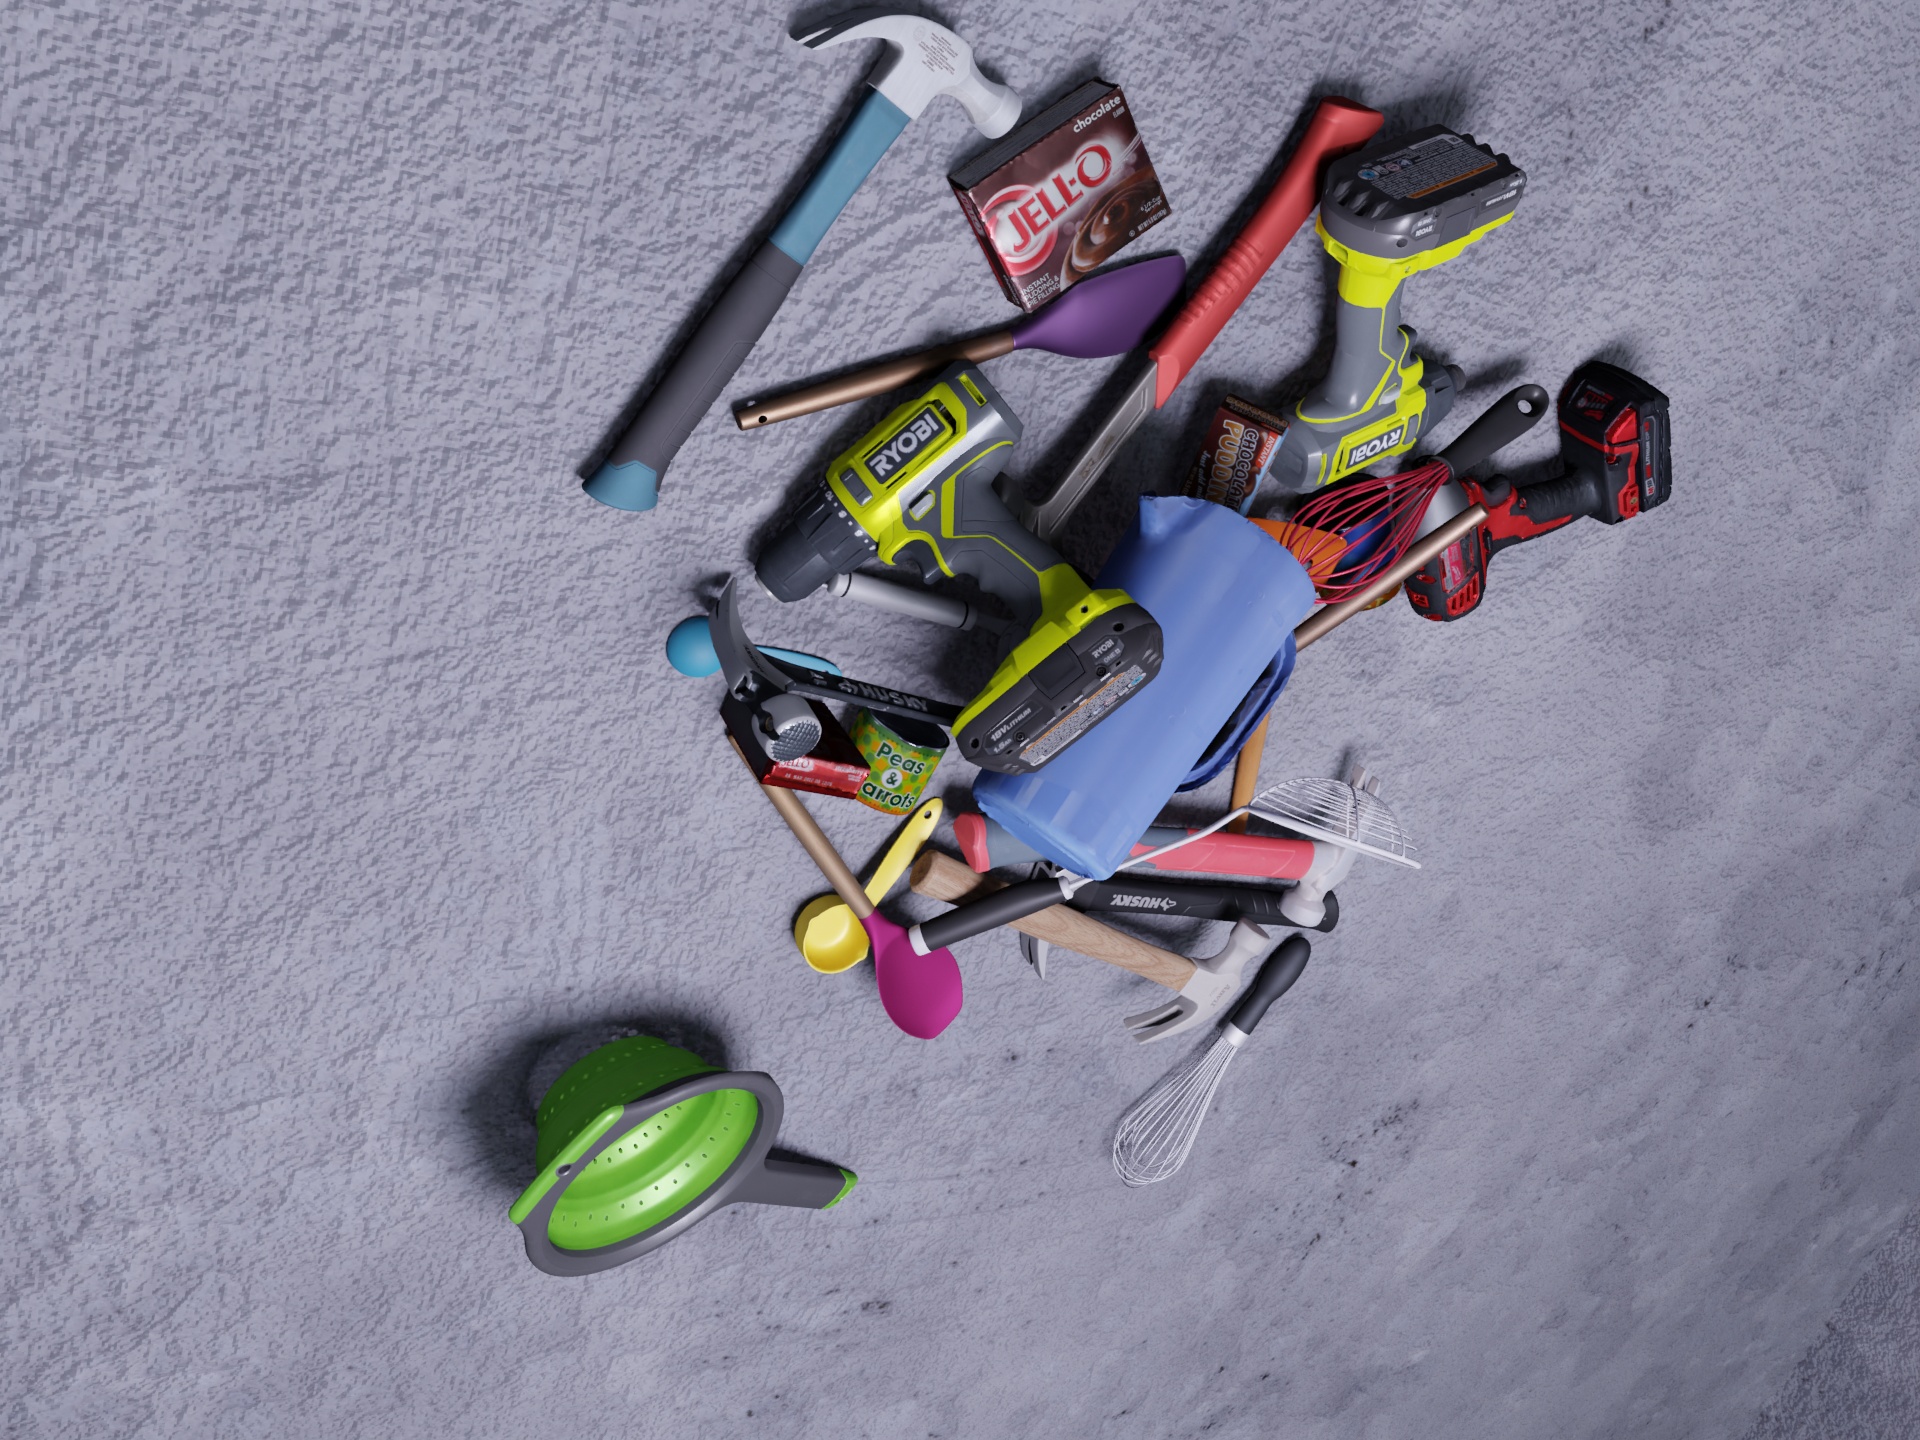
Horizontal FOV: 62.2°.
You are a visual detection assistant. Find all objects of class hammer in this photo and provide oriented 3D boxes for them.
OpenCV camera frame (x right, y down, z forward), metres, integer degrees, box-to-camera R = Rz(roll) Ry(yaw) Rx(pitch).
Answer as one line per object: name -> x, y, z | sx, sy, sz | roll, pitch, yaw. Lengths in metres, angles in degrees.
hammer -> 0.197, 0.158, 1.353 | 0.334, 0.035, 0.146 | 9, 115, -34
hammer -> 0.155, -0.250, 1.050 | 0.359, 0.037, 0.149 | -52, 142, 7
hammer -> -0.002, -0.003, 1.094 | 0.408, 0.149, 0.036 | 14, 121, -45
hammer -> 0.168, 0.087, 1.244 | 0.386, 0.038, 0.143 | 7, 113, -33
hammer -> 0.096, 0.171, 1.259 | 0.331, 0.031, 0.130 | 25, 106, -32
hammer -> -0.107, -0.255, 0.909 | 0.128, 0.033, 0.331 | 29, 104, -40

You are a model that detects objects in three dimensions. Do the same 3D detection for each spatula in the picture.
spatula -> 0.008, -0.230, 1.000 | 0.316, 0.018, 0.059 | -20, 132, -18
spatula -> 0.237, -0.021, 1.249 | 0.081, 0.041, 0.322 | 14, 127, 14

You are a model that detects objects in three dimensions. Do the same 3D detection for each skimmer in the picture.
skimmer -> 0.143, 0.127, 1.149 | 0.363, 0.090, 0.127 | -21, 172, 7

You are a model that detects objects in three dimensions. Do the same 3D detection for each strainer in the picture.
strainer -> 0.011, -0.072, 1.092 | 0.258, 0.050, 0.087 | 13, 139, -29

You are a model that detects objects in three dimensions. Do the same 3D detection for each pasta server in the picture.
pasta server -> 0.257, -0.056, 1.173 | 0.316, 0.040, 0.060 | -38, 156, 30

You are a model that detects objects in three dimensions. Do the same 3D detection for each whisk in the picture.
whisk -> 0.327, -0.169, 1.126 | 0.296, 0.073, 0.073 | -35, 133, -26
whisk -> 0.233, 0.314, 1.468 | 0.070, 0.070, 0.284 | 31, 97, -39

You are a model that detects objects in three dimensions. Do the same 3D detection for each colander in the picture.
colander -> -0.202, 0.321, 1.215 | 0.204, 0.095, 0.396 | -46, 149, 5

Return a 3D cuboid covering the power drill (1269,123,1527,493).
power drill -> 0.296, -0.274, 1.077 | 0.171, 0.080, 0.223 | -26, 144, -23

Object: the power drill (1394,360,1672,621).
power drill -> 0.438, -0.182, 1.239 | 0.219, 0.079, 0.143 | -29, 130, -6

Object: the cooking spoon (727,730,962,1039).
cooking spoon -> -0.081, 0.121, 1.153 | 0.069, 0.017, 0.318 | -44, 124, -19

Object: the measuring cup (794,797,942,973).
measuring cup -> -0.067, 0.118, 1.191 | 0.062, 0.029, 0.156 | 40, 85, -36

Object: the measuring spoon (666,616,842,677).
measuring spoon -> -0.131, -0.036, 1.047 | 0.128, 0.021, 0.042 | 12, 114, -33

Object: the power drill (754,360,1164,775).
power drill -> -0.004, -0.080, 0.968 | 0.190, 0.229, 0.080 | -39, 163, 9
